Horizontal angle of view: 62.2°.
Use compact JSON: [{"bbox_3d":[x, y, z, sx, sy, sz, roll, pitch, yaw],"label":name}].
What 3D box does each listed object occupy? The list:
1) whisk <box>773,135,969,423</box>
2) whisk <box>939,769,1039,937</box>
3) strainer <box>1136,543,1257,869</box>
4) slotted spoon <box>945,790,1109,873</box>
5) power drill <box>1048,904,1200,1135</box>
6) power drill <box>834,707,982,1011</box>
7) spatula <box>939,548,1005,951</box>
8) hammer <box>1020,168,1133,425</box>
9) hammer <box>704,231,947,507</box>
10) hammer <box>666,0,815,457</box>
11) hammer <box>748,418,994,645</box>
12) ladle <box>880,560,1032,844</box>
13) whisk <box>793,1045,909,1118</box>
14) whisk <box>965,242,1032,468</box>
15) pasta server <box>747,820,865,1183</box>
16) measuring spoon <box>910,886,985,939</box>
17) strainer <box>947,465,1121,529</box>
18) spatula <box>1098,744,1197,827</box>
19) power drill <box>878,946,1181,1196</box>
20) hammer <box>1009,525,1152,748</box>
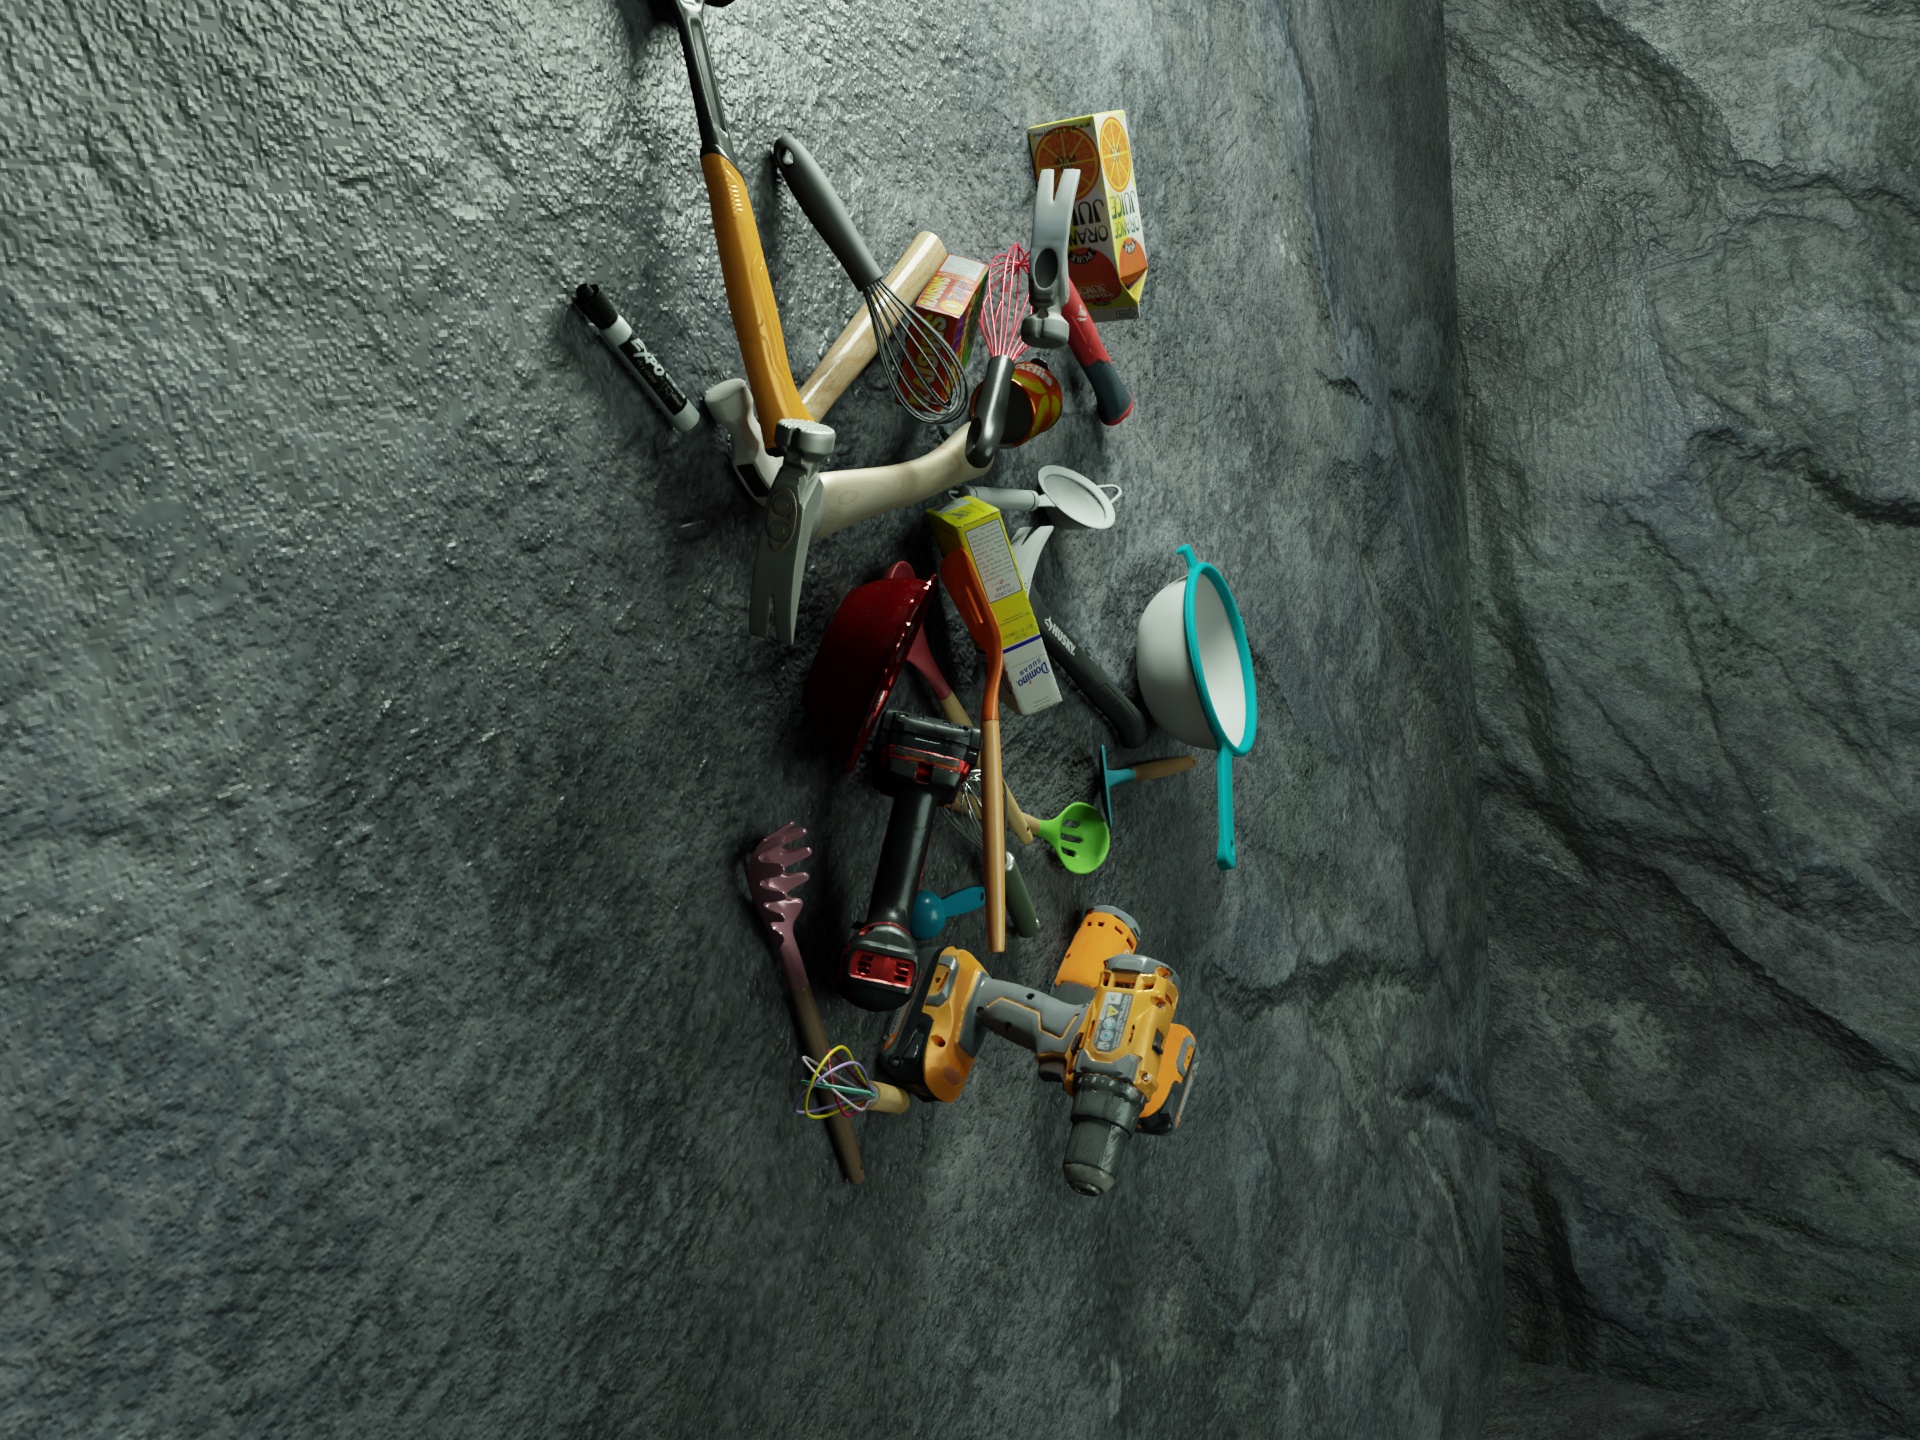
[{"bbox_3d":[-0.069,-0.323,1.177,0.239,0.055,0.055,57,40,-12],"label":"whisk"},{"bbox_3d":[0.033,0.120,1.395,0.246,0.059,0.058,68,-1,-47],"label":"whisk"},{"bbox_3d":[0.241,0.000,1.680,0.210,0.095,0.341,40,45,-53],"label":"strainer"},{"bbox_3d":[0.054,0.091,1.464,0.313,0.031,0.070,22,71,-56],"label":"slotted spoon"},{"bbox_3d":[0.156,0.318,1.592,0.226,0.084,0.164,61,41,-33],"label":"power drill"},{"bbox_3d":[-0.047,0.112,1.209,0.143,0.078,0.220,117,-15,-76],"label":"power drill"},{"bbox_3d":[0.015,0.025,1.283,0.041,0.081,0.323,-1,85,-16],"label":"spatula"},{"bbox_3d":[0.115,-0.357,1.443,0.386,0.038,0.143,19,77,-75],"label":"hammer"},{"bbox_3d":[-0.084,-0.277,1.216,0.331,0.031,0.129,-61,139,-40],"label":"hammer"},{"bbox_3d":[-0.156,-0.341,1.052,0.127,0.034,0.337,-28,107,-57],"label":"hammer"},{"bbox_3d":[-0.052,-0.168,1.203,0.410,0.038,0.146,-38,143,-66],"label":"hammer"},{"bbox_3d":[-0.002,-0.004,1.343,0.315,0.031,0.069,61,37,-35],"label":"ladle"},{"bbox_3d":[-0.072,0.273,1.180,0.244,0.051,0.047,54,31,-70],"label":"whisk"},{"bbox_3d":[0.037,-0.310,1.345,0.296,0.073,0.073,-78,150,-42],"label":"whisk"},{"bbox_3d":[-0.106,0.218,1.178,0.060,0.040,0.316,-64,145,-61],"label":"pasta server"},{"bbox_3d":[-0.002,0.161,1.370,0.128,0.021,0.042,-9,98,-58],"label":"measuring spoon"},{"bbox_3d":[0.065,-0.202,1.465,0.258,0.050,0.087,-7,53,-53],"label":"strainer"},{"bbox_3d":[0.200,0.057,1.696,0.317,0.044,0.082,-7,91,-61],"label":"spatula"},{"bbox_3d":[0.050,0.271,1.258,0.084,0.226,0.185,53,47,-46],"label":"power drill"},{"bbox_3d":[0.116,-0.059,1.559,0.334,0.035,0.146,42,56,-52],"label":"hammer"}]
